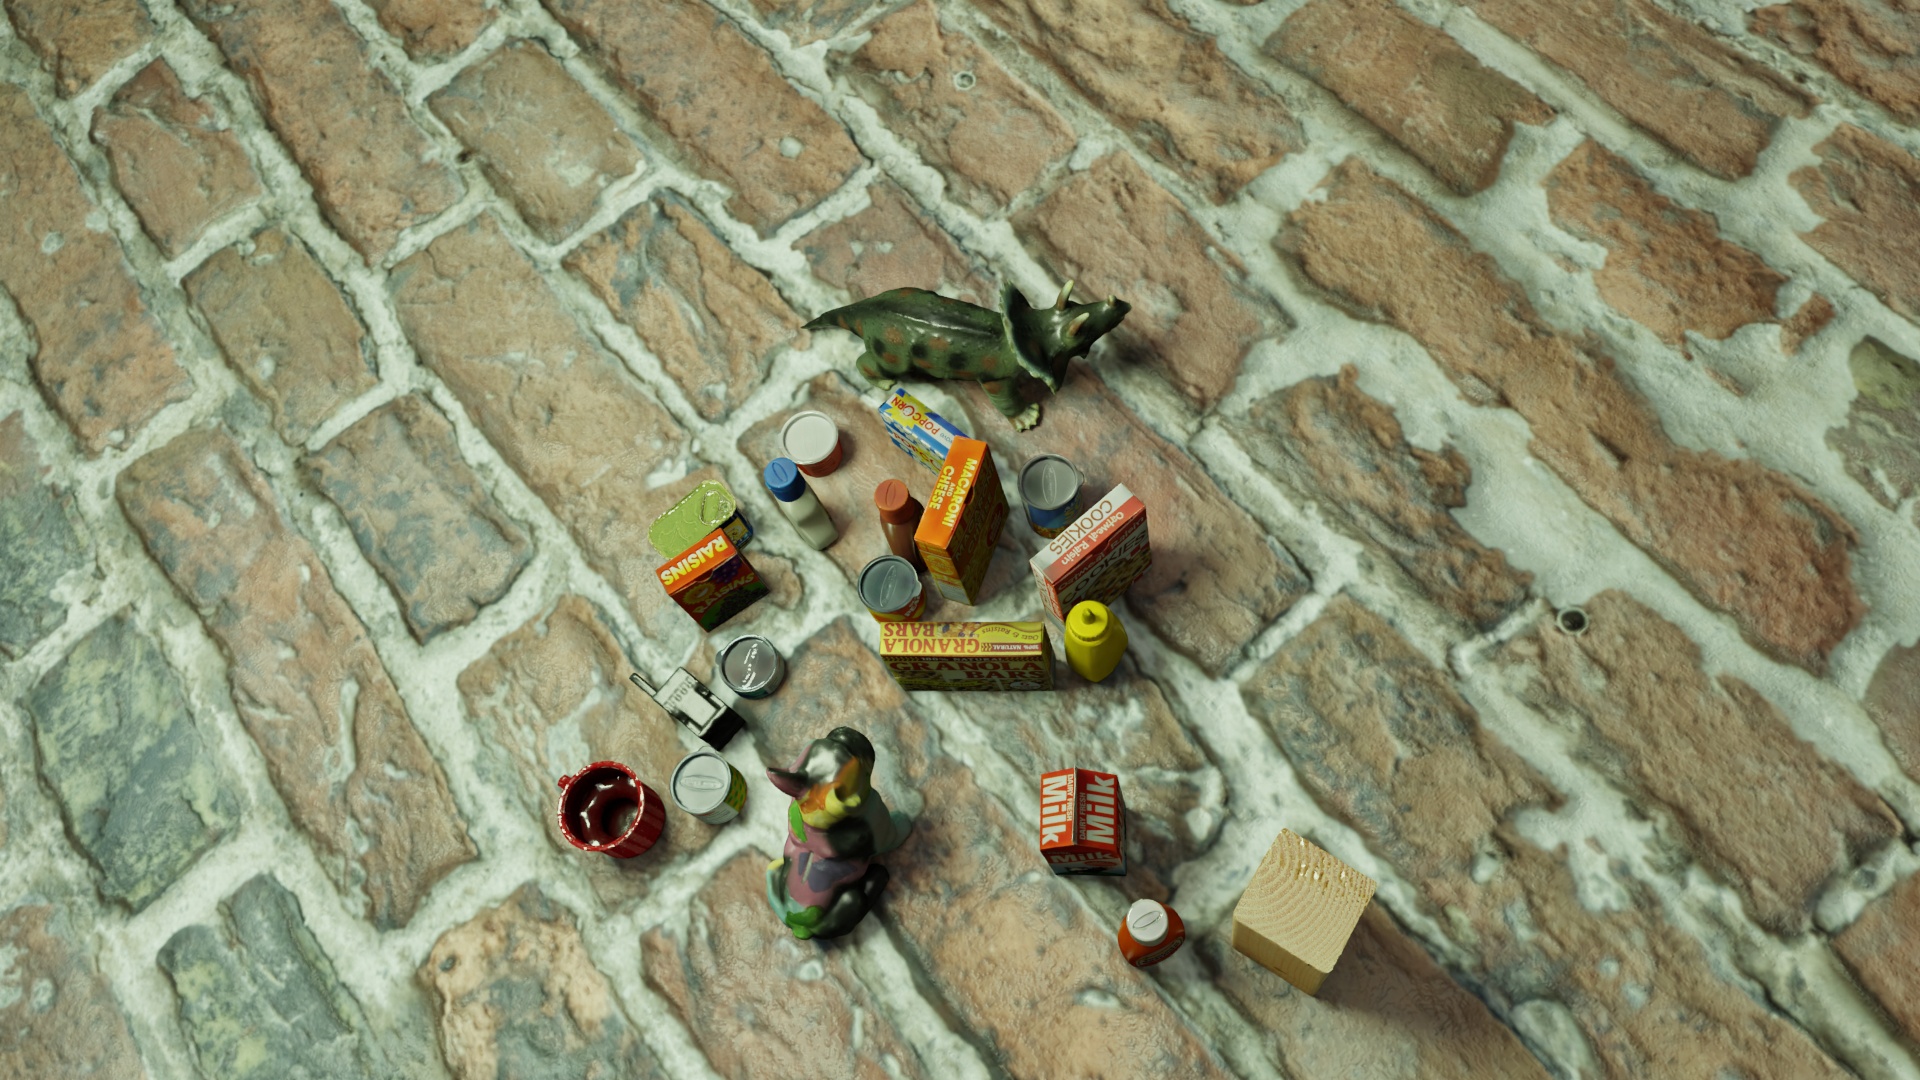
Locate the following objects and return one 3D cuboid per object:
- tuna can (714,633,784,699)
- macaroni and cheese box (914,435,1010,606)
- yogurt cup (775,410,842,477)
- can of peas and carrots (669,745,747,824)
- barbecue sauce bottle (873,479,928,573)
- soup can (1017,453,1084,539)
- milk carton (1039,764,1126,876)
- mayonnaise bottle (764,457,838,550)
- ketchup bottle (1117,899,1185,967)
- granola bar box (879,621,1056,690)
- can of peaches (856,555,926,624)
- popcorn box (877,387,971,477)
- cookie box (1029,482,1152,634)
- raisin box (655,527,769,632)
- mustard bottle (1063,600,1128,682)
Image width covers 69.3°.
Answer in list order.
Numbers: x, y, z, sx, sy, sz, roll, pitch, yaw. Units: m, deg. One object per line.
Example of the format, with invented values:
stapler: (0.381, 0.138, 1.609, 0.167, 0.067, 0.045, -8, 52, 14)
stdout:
tuna can: (-0.229, 0.137, 1.511, 0.071, 0.032, 0.071, -4, 66, 8)
macaroni and cheese box: (0.005, -0.018, 1.465, 0.040, 0.166, 0.124, 16, 71, 16)
yogurt cup: (-0.168, -0.108, 1.596, 0.072, 0.053, 0.072, -4, 66, 8)
can of peas and carrots: (-0.262, 0.256, 1.451, 0.071, 0.058, 0.071, -4, 66, 8)
barbecue sauce bottle: (-0.060, -0.019, 1.486, 0.044, 0.148, 0.065, 4, 68, 12)
soup can: (0.102, -0.047, 1.506, 0.071, 0.083, 0.071, -4, 66, 9)
milk carton: (0.116, 0.266, 1.308, 0.073, 0.190, 0.072, -1, 67, 10)
mayonnaise bottle: (-0.176, -0.043, 1.517, 0.041, 0.147, 0.065, -35, 66, -5)
ketchup bottle: (0.174, 0.359, 1.280, 0.065, 0.148, 0.043, -28, 65, -2)
granola bar box: (0.010, 0.121, 1.427, 0.165, 0.123, 0.039, -1, 67, 10)
can of peaches: (-0.071, 0.057, 1.505, 0.071, 0.058, 0.071, -4, 66, 8)
popcorn box: (-0.028, -0.107, 1.554, 0.127, 0.085, 0.038, 38, 78, 22)
cookie box: (0.138, 0.025, 1.422, 0.123, 0.167, 0.040, -40, 66, -8)
raisin box: (-0.268, 0.045, 1.509, 0.086, 0.123, 0.040, -33, 66, -5)
mustard bottle: (0.133, 0.094, 1.397, 0.049, 0.159, 0.065, 35, 77, 21)
